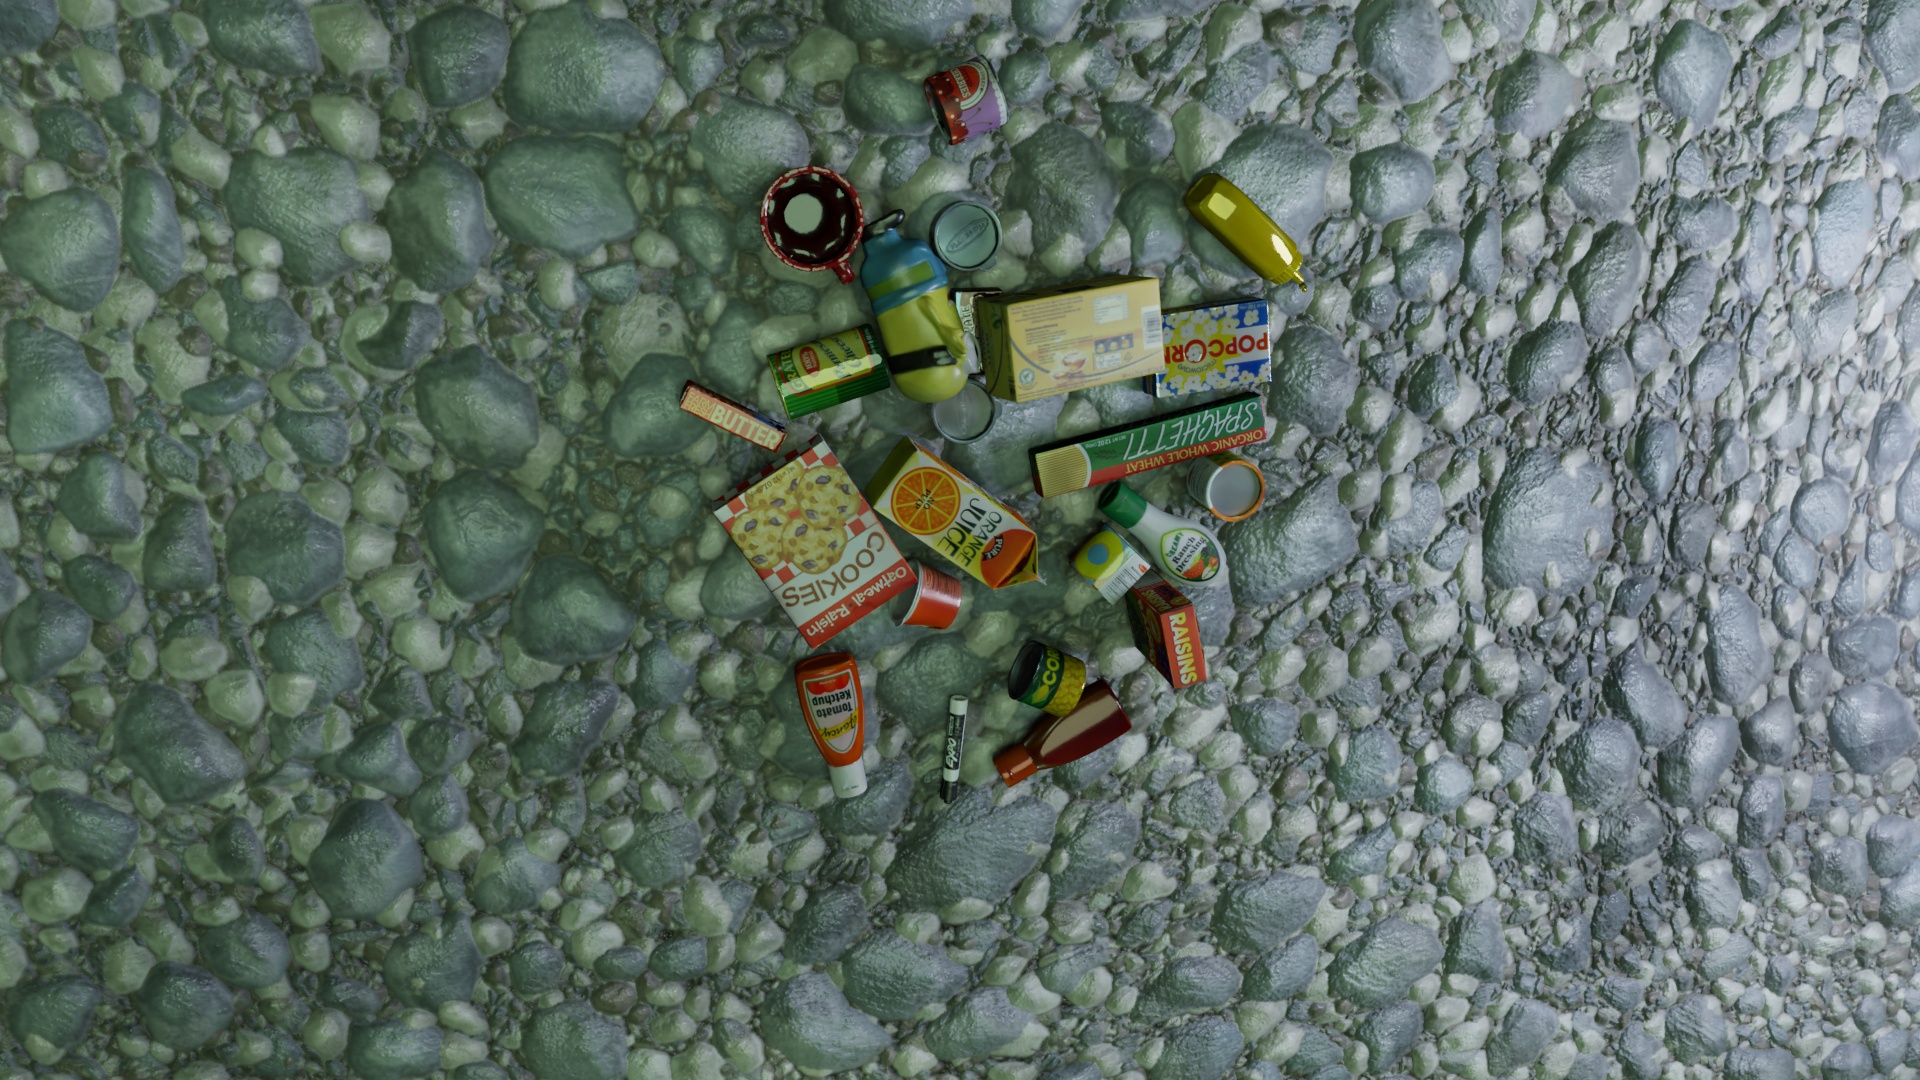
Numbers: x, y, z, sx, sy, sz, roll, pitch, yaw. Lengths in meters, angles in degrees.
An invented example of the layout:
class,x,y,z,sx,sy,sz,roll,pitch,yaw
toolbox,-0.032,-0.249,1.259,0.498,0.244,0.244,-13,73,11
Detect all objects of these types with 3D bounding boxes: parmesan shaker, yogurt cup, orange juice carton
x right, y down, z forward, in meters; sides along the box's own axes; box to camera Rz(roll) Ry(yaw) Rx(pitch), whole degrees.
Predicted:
class,x,y,z,sx,sy,sz,roll,pitch,yaw
parmesan shaker,-0.126,-0.164,1.325,0.103,0.071,0.071,-20,108,-7
yogurt cup,-0.034,0.058,1.406,0.054,0.072,0.072,18,101,-24
orange juice carton,0.005,-0.017,1.388,0.192,0.072,0.073,34,97,-18

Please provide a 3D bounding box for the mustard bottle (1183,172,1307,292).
class,x,y,z,sx,sy,sz,roll,pitch,yaw
mustard bottle,0.293,-0.299,1.379,0.160,0.065,0.048,35,101,-24

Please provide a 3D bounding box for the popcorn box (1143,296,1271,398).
class,x,y,z,sx,sy,sz,roll,pitch,yaw
popcorn box,0.249,-0.196,1.408,0.127,0.038,0.085,-9,107,-9

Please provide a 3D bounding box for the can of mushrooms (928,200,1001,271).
class,x,y,z,sx,sy,sz,roll,pitch,yaw
can of mushrooms,0.006,-0.291,1.333,0.071,0.033,0.070,-3,105,-12

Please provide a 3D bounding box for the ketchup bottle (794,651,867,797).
class,x,y,z,sx,sy,sz,roll,pitch,yaw
ketchup bottle,-0.127,0.192,1.432,0.065,0.043,0.148,-13,108,-8

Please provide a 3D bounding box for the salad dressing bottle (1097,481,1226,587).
class,x,y,z,sx,sy,sz,roll,pitch,yaw
salad dressing bottle,0.209,-0.007,1.449,0.147,0.044,0.064,34,97,-18

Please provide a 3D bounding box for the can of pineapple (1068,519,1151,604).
class,x,y,z,sx,sy,sz,roll,pitch,yaw
can of pineapple,0.153,0.023,1.435,0.071,0.071,0.058,43,94,-19

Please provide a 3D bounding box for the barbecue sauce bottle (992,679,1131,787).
class,x,y,z,sx,sy,sz,roll,pitch,yaw
barbecue sauce bottle,0.106,0.212,1.488,0.148,0.044,0.064,-31,109,-2

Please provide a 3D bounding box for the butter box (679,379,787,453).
class,x,y,z,sx,sy,sz,roll,pitch,yaw
butter box,-0.218,-0.118,1.323,0.103,0.053,0.024,25,97,-17

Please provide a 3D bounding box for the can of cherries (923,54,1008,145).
class,x,y,z,sx,sy,sz,roll,pitch,yaw
can of cherries,0.005,-0.407,1.282,0.058,0.071,0.071,-23,109,-4

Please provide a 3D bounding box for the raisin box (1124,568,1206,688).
class,x,y,z,sx,sy,sz,roll,pitch,yaw
raisin box,0.210,0.090,1.434,0.040,0.123,0.086,-15,108,-7

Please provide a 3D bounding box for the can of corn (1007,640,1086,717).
class,x,y,z,sx,sy,sz,roll,pitch,yaw
can of corn,0.092,0.144,1.452,0.058,0.071,0.071,23,99,-18

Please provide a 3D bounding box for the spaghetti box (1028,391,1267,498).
class,x,y,z,sx,sy,sz,roll,pitch,yaw
spaghetti box,0.195,-0.100,1.429,0.250,0.029,0.050,-15,109,-7

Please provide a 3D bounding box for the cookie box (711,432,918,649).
class,x,y,z,sx,sy,sz,roll,pitch,yaw
cookie box,-0.137,0.002,1.317,0.123,0.040,0.167,-34,109,-2

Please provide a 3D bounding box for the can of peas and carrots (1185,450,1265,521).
class,x,y,z,sx,sy,sz,roll,pitch,yaw
can of peas and carrots,0.277,-0.058,1.442,0.071,0.059,0.070,-3,106,-11

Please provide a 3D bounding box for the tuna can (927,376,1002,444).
class,x,y,z,sx,sy,sz,roll,pitch,yaw
tuna can,0.004,-0.131,1.377,0.071,0.033,0.071,-3,106,-11

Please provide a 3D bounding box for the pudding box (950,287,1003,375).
class,x,y,z,sx,sy,sz,roll,pitch,yaw
pudding box,0.015,-0.205,1.361,0.050,0.030,0.083,-2,105,-11
